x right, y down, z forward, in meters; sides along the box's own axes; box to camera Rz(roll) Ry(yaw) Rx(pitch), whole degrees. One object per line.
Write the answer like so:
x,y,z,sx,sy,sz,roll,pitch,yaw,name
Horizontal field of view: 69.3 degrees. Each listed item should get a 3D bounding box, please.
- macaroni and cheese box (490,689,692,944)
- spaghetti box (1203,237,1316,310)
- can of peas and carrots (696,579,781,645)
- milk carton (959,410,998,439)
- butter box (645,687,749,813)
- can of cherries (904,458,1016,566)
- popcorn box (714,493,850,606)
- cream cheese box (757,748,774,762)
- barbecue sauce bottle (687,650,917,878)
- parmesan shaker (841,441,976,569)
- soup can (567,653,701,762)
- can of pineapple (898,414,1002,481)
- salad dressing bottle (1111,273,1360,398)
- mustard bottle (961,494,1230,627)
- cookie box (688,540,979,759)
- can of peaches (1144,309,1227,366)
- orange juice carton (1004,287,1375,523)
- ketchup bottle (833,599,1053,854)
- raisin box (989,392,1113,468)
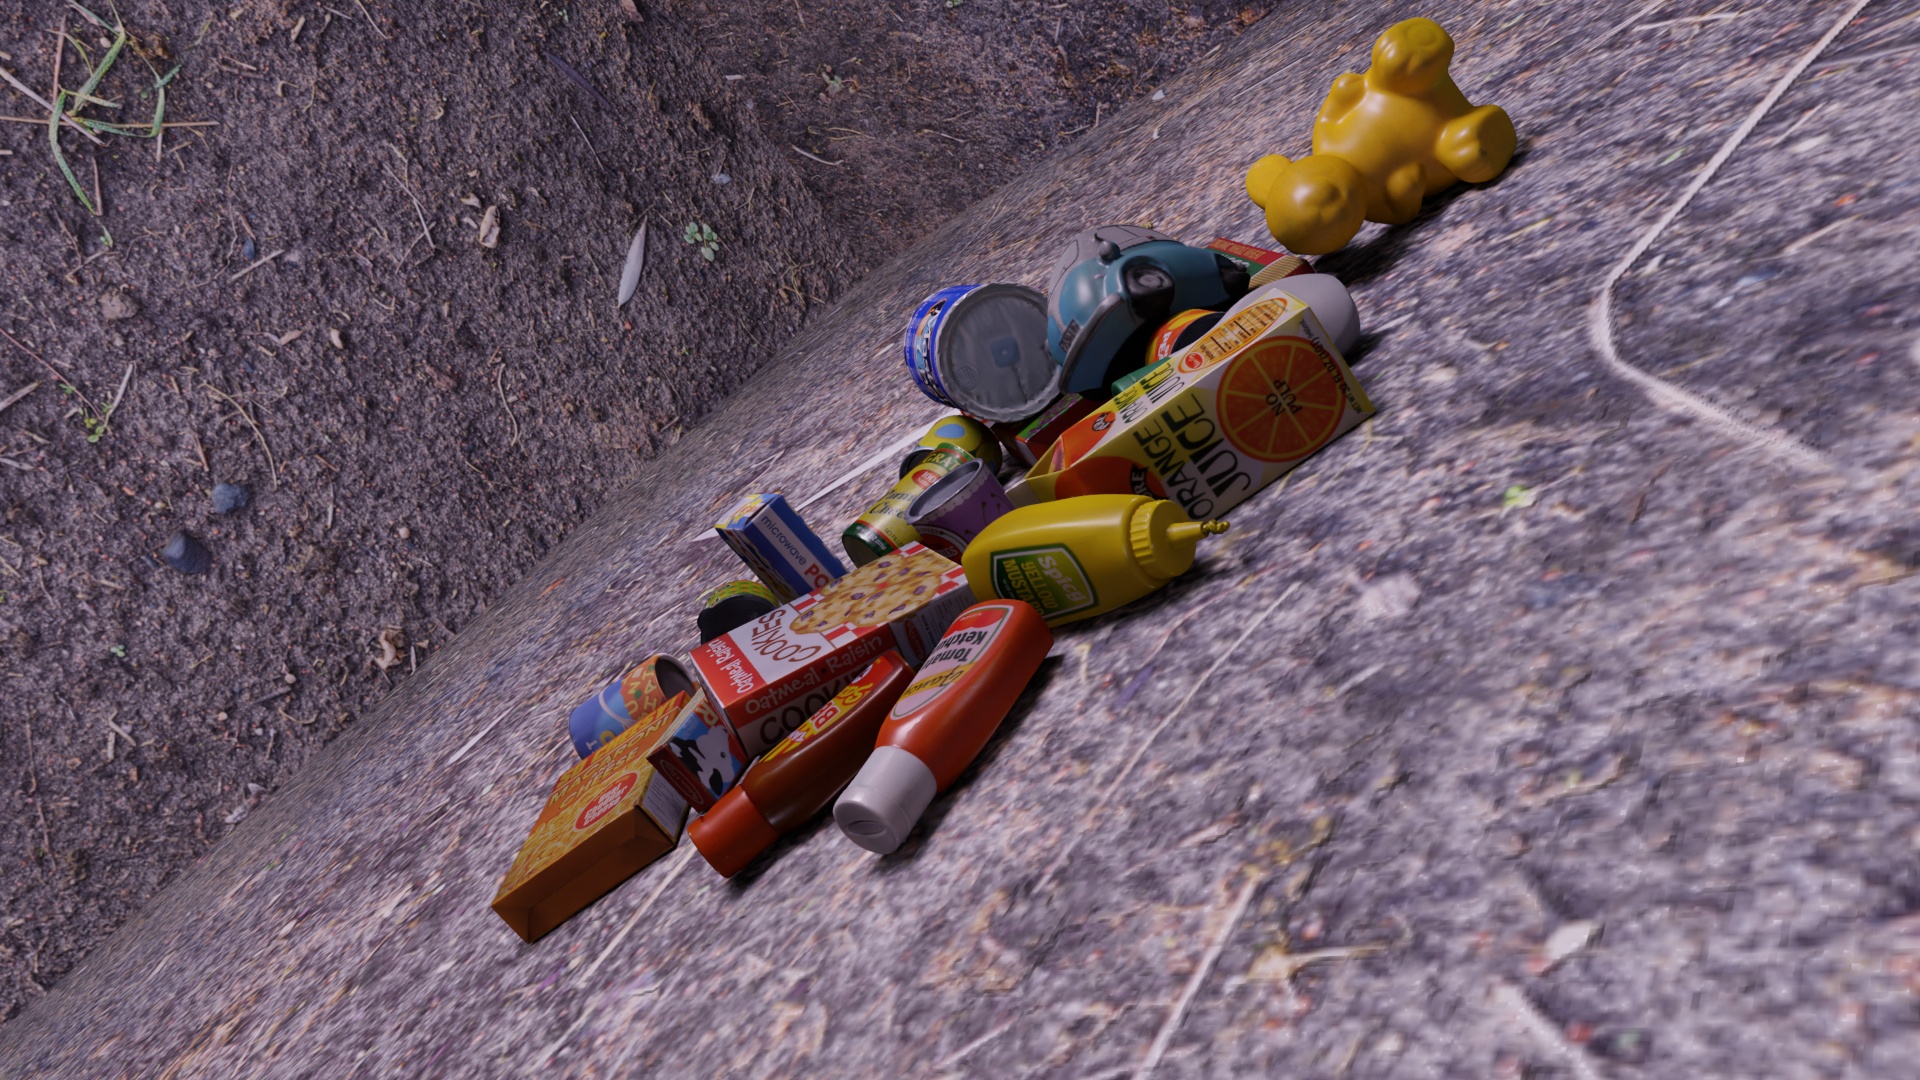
-0.237,0.183,0.944,0.123,0.040,0.167,-35,16,11,macaroni and cheese box
0.220,-0.204,1.086,0.050,0.028,0.251,-35,15,6,spaghetti box
-0.171,0.067,1.081,0.071,0.071,0.059,-38,14,-2,can of peas and carrots
0.030,-0.147,1.260,0.073,0.072,0.191,-34,14,11,milk carton
-0.158,0.125,0.914,0.024,0.053,0.104,-31,15,35,butter box
0.003,-0.012,0.946,0.071,0.058,0.072,-34,16,11,can of cherries
-0.108,0.025,0.957,0.038,0.126,0.085,-45,16,-16,popcorn box
-0.092,0.112,0.856,0.053,0.024,0.104,-32,16,12,cream cheese box
-0.080,0.123,0.760,0.149,0.043,0.065,-40,6,-8,barbecue sauce bottle
-0.026,-0.013,1.006,0.103,0.071,0.071,-44,16,-20,parmesan shaker
-0.243,0.136,1.052,0.083,0.071,0.071,-33,15,13,soup can
-0.005,-0.057,1.087,0.071,0.071,0.058,-26,19,38,can of pineapple
0.163,-0.109,0.829,0.148,0.064,0.044,-25,-22,-4,salad dressing bottle
0.072,0.006,0.730,0.160,0.065,0.049,-16,22,45,mustard bottle
-0.075,0.063,0.853,0.168,0.040,0.123,-27,18,-14,cookie box
0.154,-0.114,0.887,0.071,0.071,0.058,-37,14,1,can of peaches
0.122,-0.053,0.773,0.192,0.071,0.073,-34,15,10,orange juice carton
-0.010,0.091,0.697,0.064,0.043,0.149,-19,24,43,ketchup bottle
0.077,-0.093,1.057,0.086,0.040,0.123,-39,14,-2,raisin box
